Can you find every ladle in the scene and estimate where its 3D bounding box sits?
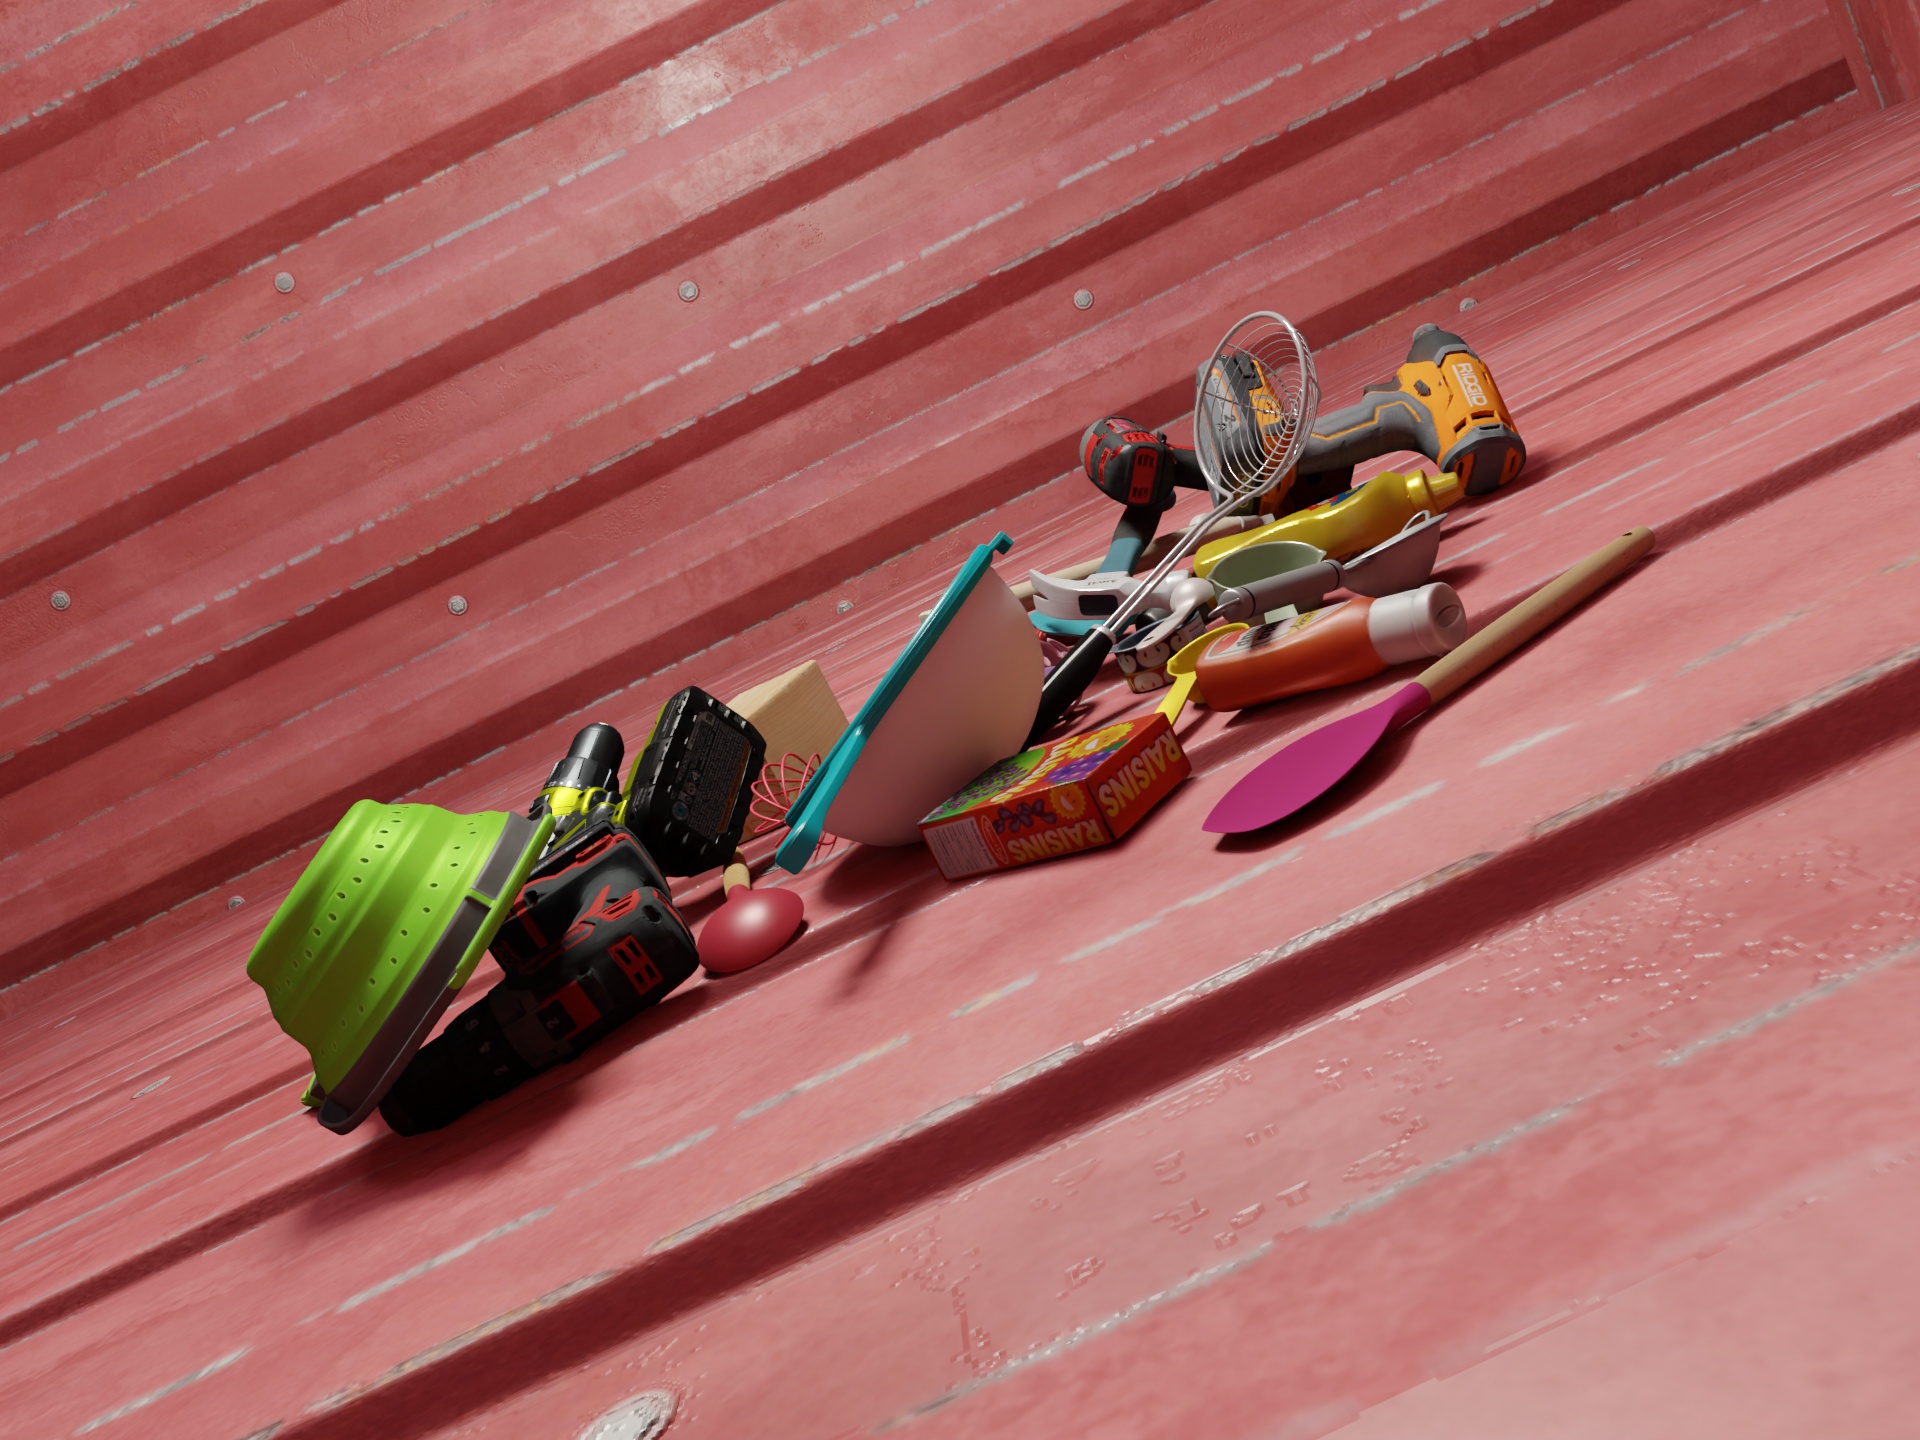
[{"bbox_3d":[-0.144,0.110,1.038,0.069,0.031,0.315,-28,8,-7],"label":"ladle"}]

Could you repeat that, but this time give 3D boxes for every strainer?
[{"bbox_3d":[0.224,-0.085,0.953,0.258,0.050,0.087,-18,-7,-44],"label":"strainer"},{"bbox_3d":[-0.022,0.025,0.921,0.211,0.095,0.340,-53,5,23],"label":"strainer"}]

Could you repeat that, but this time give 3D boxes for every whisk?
[{"bbox_3d":[-0.105,0.049,1.182,0.073,0.073,0.296,-25,3,5],"label":"whisk"}]

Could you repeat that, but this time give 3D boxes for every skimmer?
[{"bbox_3d":[0.118,-0.121,1.075,0.363,0.090,0.127,-48,24,-13],"label":"skimmer"}]

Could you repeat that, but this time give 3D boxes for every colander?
[{"bbox_3d":[-0.358,0.145,0.919,0.397,0.094,0.205,-39,23,47],"label":"colander"}]

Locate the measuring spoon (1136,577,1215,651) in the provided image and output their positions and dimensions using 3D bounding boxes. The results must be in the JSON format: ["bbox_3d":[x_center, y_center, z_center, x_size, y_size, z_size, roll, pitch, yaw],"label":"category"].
[{"bbox_3d":[0.143,-0.074,1.084,0.034,0.018,0.124,-19,12,32],"label":"measuring spoon"}]

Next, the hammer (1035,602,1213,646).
[{"bbox_3d":[0.105,-0.082,1.384,0.149,0.036,0.359,-32,12,-33],"label":"hammer"}]

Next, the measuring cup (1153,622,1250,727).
[{"bbox_3d":[0.137,-0.005,0.948,0.062,0.029,0.156,-18,24,42],"label":"measuring cup"}]

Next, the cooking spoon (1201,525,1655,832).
[{"bbox_3d":[0.238,-0.023,0.766,0.319,0.017,0.069,-31,12,-26],"label":"cooking spoon"}]

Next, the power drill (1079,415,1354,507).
[{"bbox_3d":[0.212,-0.219,1.358,0.219,0.078,0.143,3,21,-13],"label":"power drill"}]

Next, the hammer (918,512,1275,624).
[{"bbox_3d":[0.137,-0.136,1.408,0.410,0.038,0.146,-22,6,-35],"label":"hammer"}]

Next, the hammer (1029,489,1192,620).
[{"bbox_3d":[0.140,-0.145,1.306,0.128,0.033,0.331,-5,20,15],"label":"hammer"}]

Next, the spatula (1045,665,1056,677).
[{"bbox_3d":[-0.016,0.010,1.218,0.316,0.018,0.060,-16,56,58],"label":"spatula"}]

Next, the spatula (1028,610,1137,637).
[{"bbox_3d":[0.018,-0.034,1.306,0.317,0.044,0.082,-32,15,39],"label":"spatula"}]

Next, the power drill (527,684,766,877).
[{"bbox_3d":[-0.248,0.060,1.174,0.228,0.080,0.191,-24,41,41],"label":"power drill"}]

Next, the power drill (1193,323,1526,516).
[{"bbox_3d":[0.298,-0.238,1.220,0.226,0.084,0.164,-6,52,0],"label":"power drill"}]

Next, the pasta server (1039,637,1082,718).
[{"bbox_3d":[-0.002,-0.004,1.240,0.040,0.060,0.316,10,-16,-33],"label":"pasta server"}]

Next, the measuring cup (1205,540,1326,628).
[{"bbox_3d":[0.211,-0.068,1.055,0.083,0.038,0.168,-12,29,9],"label":"measuring cup"}]

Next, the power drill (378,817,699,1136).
[{"bbox_3d":[-0.249,0.151,0.946,0.188,0.080,0.227,-34,14,-6],"label":"power drill"}]
